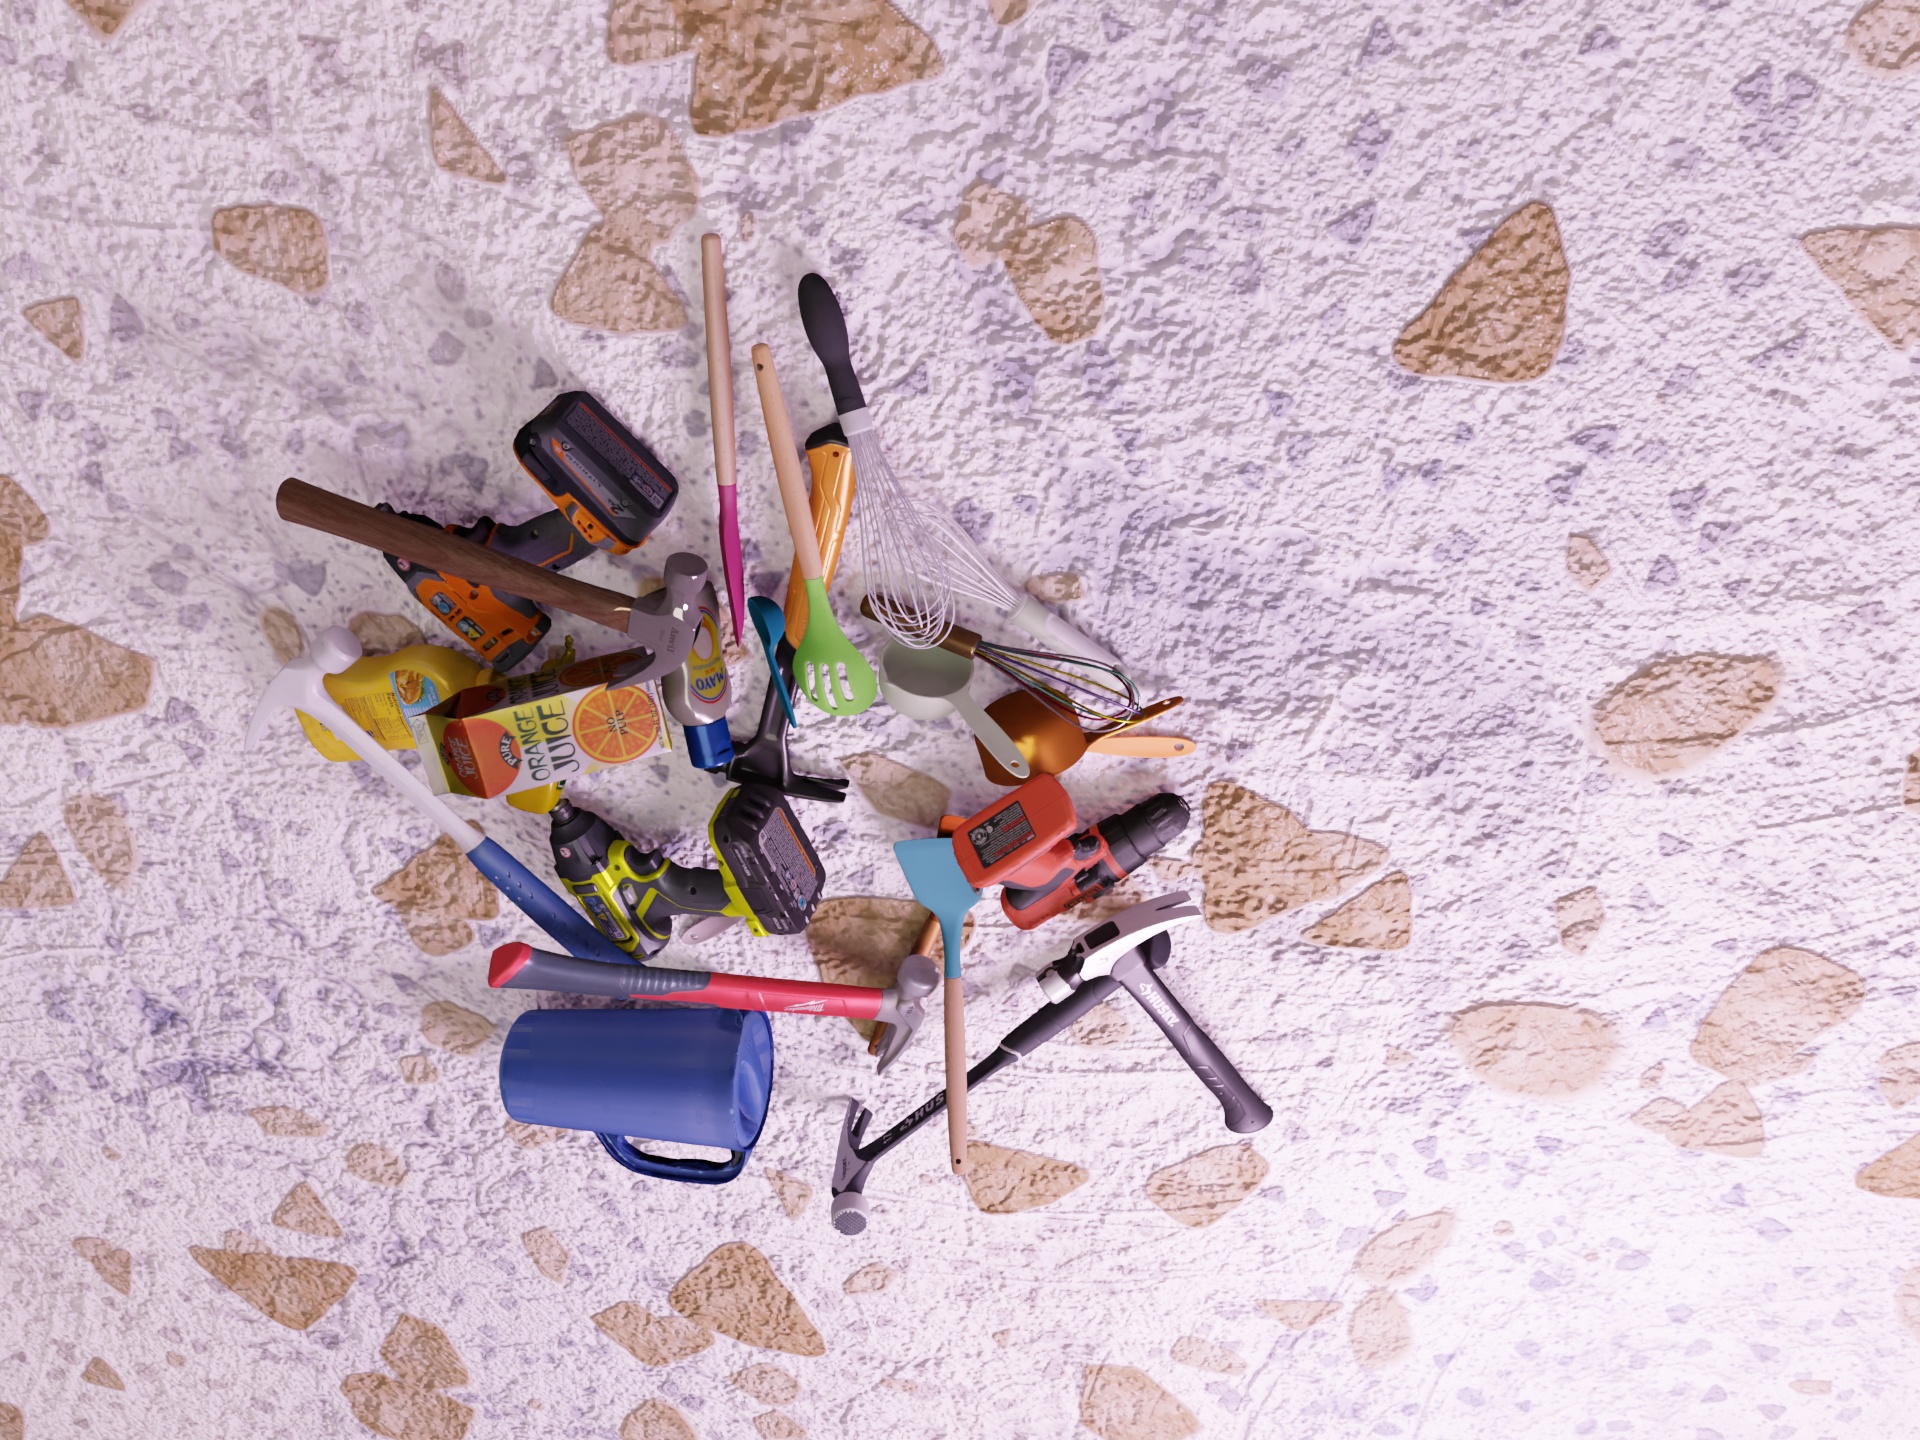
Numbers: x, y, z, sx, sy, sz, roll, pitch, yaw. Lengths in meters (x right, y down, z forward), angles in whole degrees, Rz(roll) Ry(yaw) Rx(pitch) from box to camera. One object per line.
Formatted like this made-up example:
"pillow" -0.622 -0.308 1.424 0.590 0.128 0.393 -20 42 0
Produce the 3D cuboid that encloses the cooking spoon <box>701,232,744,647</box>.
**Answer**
"cooking spoon" -0.178 -0.205 1.207 0.017 0.069 0.318 -6 118 -12

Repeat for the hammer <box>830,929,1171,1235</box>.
"hammer" 0.032 0.315 1.478 0.409 0.149 0.036 -40 114 16

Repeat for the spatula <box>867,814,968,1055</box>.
"spatula" -0.030 0.201 1.446 0.081 0.041 0.322 18 123 -9

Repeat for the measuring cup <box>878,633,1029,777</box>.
"measuring cup" -0.002 -0.004 1.258 0.168 0.083 0.038 48 147 26

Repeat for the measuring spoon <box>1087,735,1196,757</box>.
"measuring spoon" 0.139 0.019 1.334 0.117 0.011 0.021 1 123 1

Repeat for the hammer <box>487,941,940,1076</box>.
"hammer" -0.220 0.248 1.408 0.386 0.038 0.143 9 130 -20

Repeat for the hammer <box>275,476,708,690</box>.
"hammer" -0.356 -0.114 1.202 0.331 0.031 0.130 19 128 1

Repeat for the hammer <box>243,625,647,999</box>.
"hammer" -0.426 0.101 1.358 0.144 0.035 0.405 -33 113 23

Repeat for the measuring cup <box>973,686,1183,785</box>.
"measuring cup" 0.093 -0.006 1.289 0.173 0.095 0.052 -21 112 1

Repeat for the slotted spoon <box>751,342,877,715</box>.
"slotted spoon" -0.120 -0.134 1.216 0.070 0.031 0.313 0 120 19

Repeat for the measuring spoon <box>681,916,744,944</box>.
"measuring spoon" -0.214 0.178 1.470 0.124 0.018 0.034 -30 112 30

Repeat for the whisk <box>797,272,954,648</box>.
"whisk" -0.066 -0.188 1.165 0.070 0.070 0.284 -15 100 15

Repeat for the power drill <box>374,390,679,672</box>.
"power drill" -0.348 -0.153 1.238 0.226 0.084 0.164 -35 112 28

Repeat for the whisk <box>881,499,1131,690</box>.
"whisk" 0.039 -0.095 1.253 0.246 0.058 0.059 34 154 -19

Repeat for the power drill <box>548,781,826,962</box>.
"power drill" -0.246 0.128 1.388 0.223 0.080 0.171 -10 123 26

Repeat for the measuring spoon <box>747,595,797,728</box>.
"measuring spoon" -0.142 -0.047 1.275 0.021 0.042 0.128 -26 129 -17

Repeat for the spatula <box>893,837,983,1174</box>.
"spatula" -0.009 0.253 1.398 0.082 0.044 0.317 -1 99 6

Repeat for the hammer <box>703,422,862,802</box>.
"hammer" -0.121 -0.080 1.284 0.127 0.034 0.336 15 122 -2

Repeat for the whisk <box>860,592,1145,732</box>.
"whisk" 0.032 -0.049 1.251 0.245 0.047 0.051 22 145 12

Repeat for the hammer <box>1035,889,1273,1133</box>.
"hammer" 0.206 0.279 1.432 0.146 0.035 0.334 -35 127 5
